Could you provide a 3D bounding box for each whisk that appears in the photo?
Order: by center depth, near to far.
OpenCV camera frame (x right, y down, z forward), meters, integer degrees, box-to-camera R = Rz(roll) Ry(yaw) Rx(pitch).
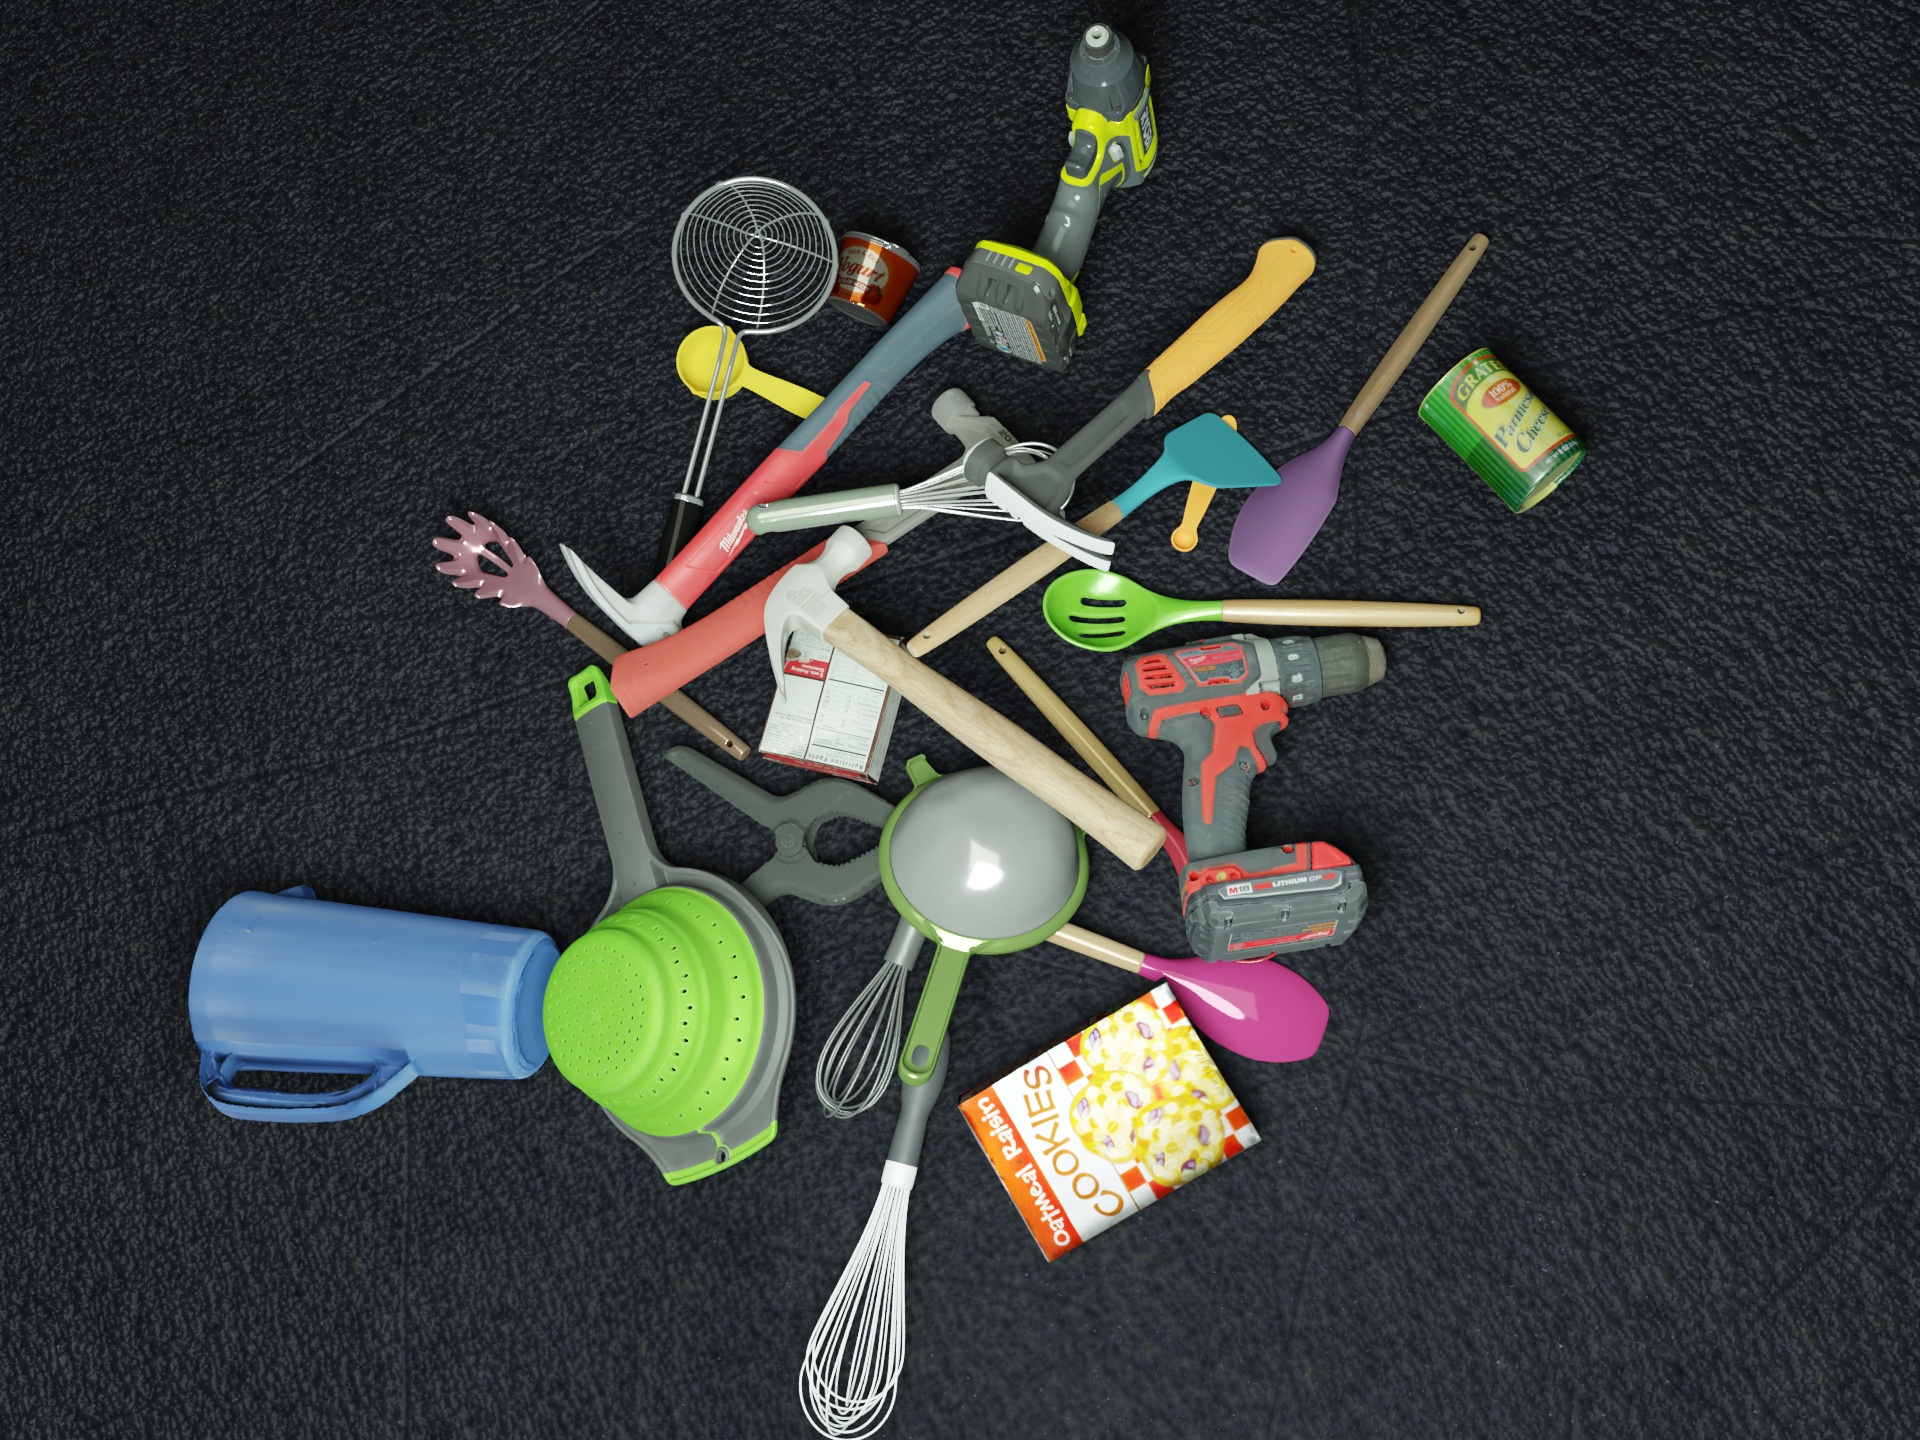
[{"bbox_3d":[-0.052,0.347,1.100,0.070,0.070,0.285,10,73,13],"label":"whisk"},{"bbox_3d":[-0.045,0.174,1.145,0.055,0.055,0.239,20,77,15],"label":"whisk"},{"bbox_3d":[-0.038,-0.163,1.172,0.246,0.058,0.059,-7,111,6],"label":"whisk"}]

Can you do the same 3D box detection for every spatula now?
[{"bbox_3d":[0.093,-0.130,1.144,0.317,0.044,0.082,-35,68,-14],"label":"spatula"},{"bbox_3d":[0.302,-0.238,1.193,0.060,0.018,0.316,34,86,23],"label":"spatula"}]

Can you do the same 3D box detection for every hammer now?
[{"bbox_3d":[-0.002,-0.004,1.101,0.331,0.031,0.130,36,69,17],"label":"hammer"},{"bbox_3d":[0.157,-0.247,1.159,0.127,0.034,0.337,38,66,17],"label":"hammer"},{"bbox_3d":[-0.100,-0.107,1.195,0.359,0.036,0.149,-34,68,-10],"label":"hammer"},{"bbox_3d":[-0.132,-0.216,1.225,0.386,0.143,0.038,-49,33,-8],"label":"hammer"}]

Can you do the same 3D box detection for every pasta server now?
[{"bbox_3d":[-0.290,-0.064,1.254,0.316,0.040,0.060,36,98,15],"label":"pasta server"}]

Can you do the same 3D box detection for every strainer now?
[{"bbox_3d":[0.005,0.122,1.079,0.151,0.069,0.257,16,52,5],"label":"strainer"}]

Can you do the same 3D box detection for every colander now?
[{"bbox_3d":[-0.249,0.131,1.142,0.204,0.094,0.397,-30,67,24],"label":"colander"}]

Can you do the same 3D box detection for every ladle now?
[{"bbox_3d":[0.121,0.051,1.153,0.069,0.031,0.316,-38,71,-9],"label":"ladle"}]

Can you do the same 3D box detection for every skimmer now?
[{"bbox_3d":[-0.191,-0.231,1.227,0.127,0.090,0.363,15,89,-17],"label":"skimmer"}]

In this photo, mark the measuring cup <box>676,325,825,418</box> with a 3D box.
[{"bbox_3d":[-0.156,-0.267,1.289,0.156,0.029,0.062,26,86,4],"label":"measuring cup"}]

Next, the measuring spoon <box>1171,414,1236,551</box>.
[{"bbox_3d":[0.186,-0.179,1.207,0.021,0.011,0.117,19,77,12],"label":"measuring spoon"}]

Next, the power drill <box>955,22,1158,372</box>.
[{"bbox_3d":[0.080,-0.393,1.197,0.080,0.171,0.223,22,85,15],"label":"power drill"}]

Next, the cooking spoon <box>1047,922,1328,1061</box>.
[{"bbox_3d":[0.103,0.162,1.118,0.319,0.017,0.069,20,81,7],"label":"cooking spoon"}]

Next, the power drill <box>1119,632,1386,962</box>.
[{"bbox_3d":[0.219,0.040,1.099,0.188,0.080,0.227,-9,63,0],"label":"power drill"}]

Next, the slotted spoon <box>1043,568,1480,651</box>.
[{"bbox_3d":[0.218,-0.078,1.166,0.314,0.031,0.070,1,63,9],"label":"slotted spoon"}]
